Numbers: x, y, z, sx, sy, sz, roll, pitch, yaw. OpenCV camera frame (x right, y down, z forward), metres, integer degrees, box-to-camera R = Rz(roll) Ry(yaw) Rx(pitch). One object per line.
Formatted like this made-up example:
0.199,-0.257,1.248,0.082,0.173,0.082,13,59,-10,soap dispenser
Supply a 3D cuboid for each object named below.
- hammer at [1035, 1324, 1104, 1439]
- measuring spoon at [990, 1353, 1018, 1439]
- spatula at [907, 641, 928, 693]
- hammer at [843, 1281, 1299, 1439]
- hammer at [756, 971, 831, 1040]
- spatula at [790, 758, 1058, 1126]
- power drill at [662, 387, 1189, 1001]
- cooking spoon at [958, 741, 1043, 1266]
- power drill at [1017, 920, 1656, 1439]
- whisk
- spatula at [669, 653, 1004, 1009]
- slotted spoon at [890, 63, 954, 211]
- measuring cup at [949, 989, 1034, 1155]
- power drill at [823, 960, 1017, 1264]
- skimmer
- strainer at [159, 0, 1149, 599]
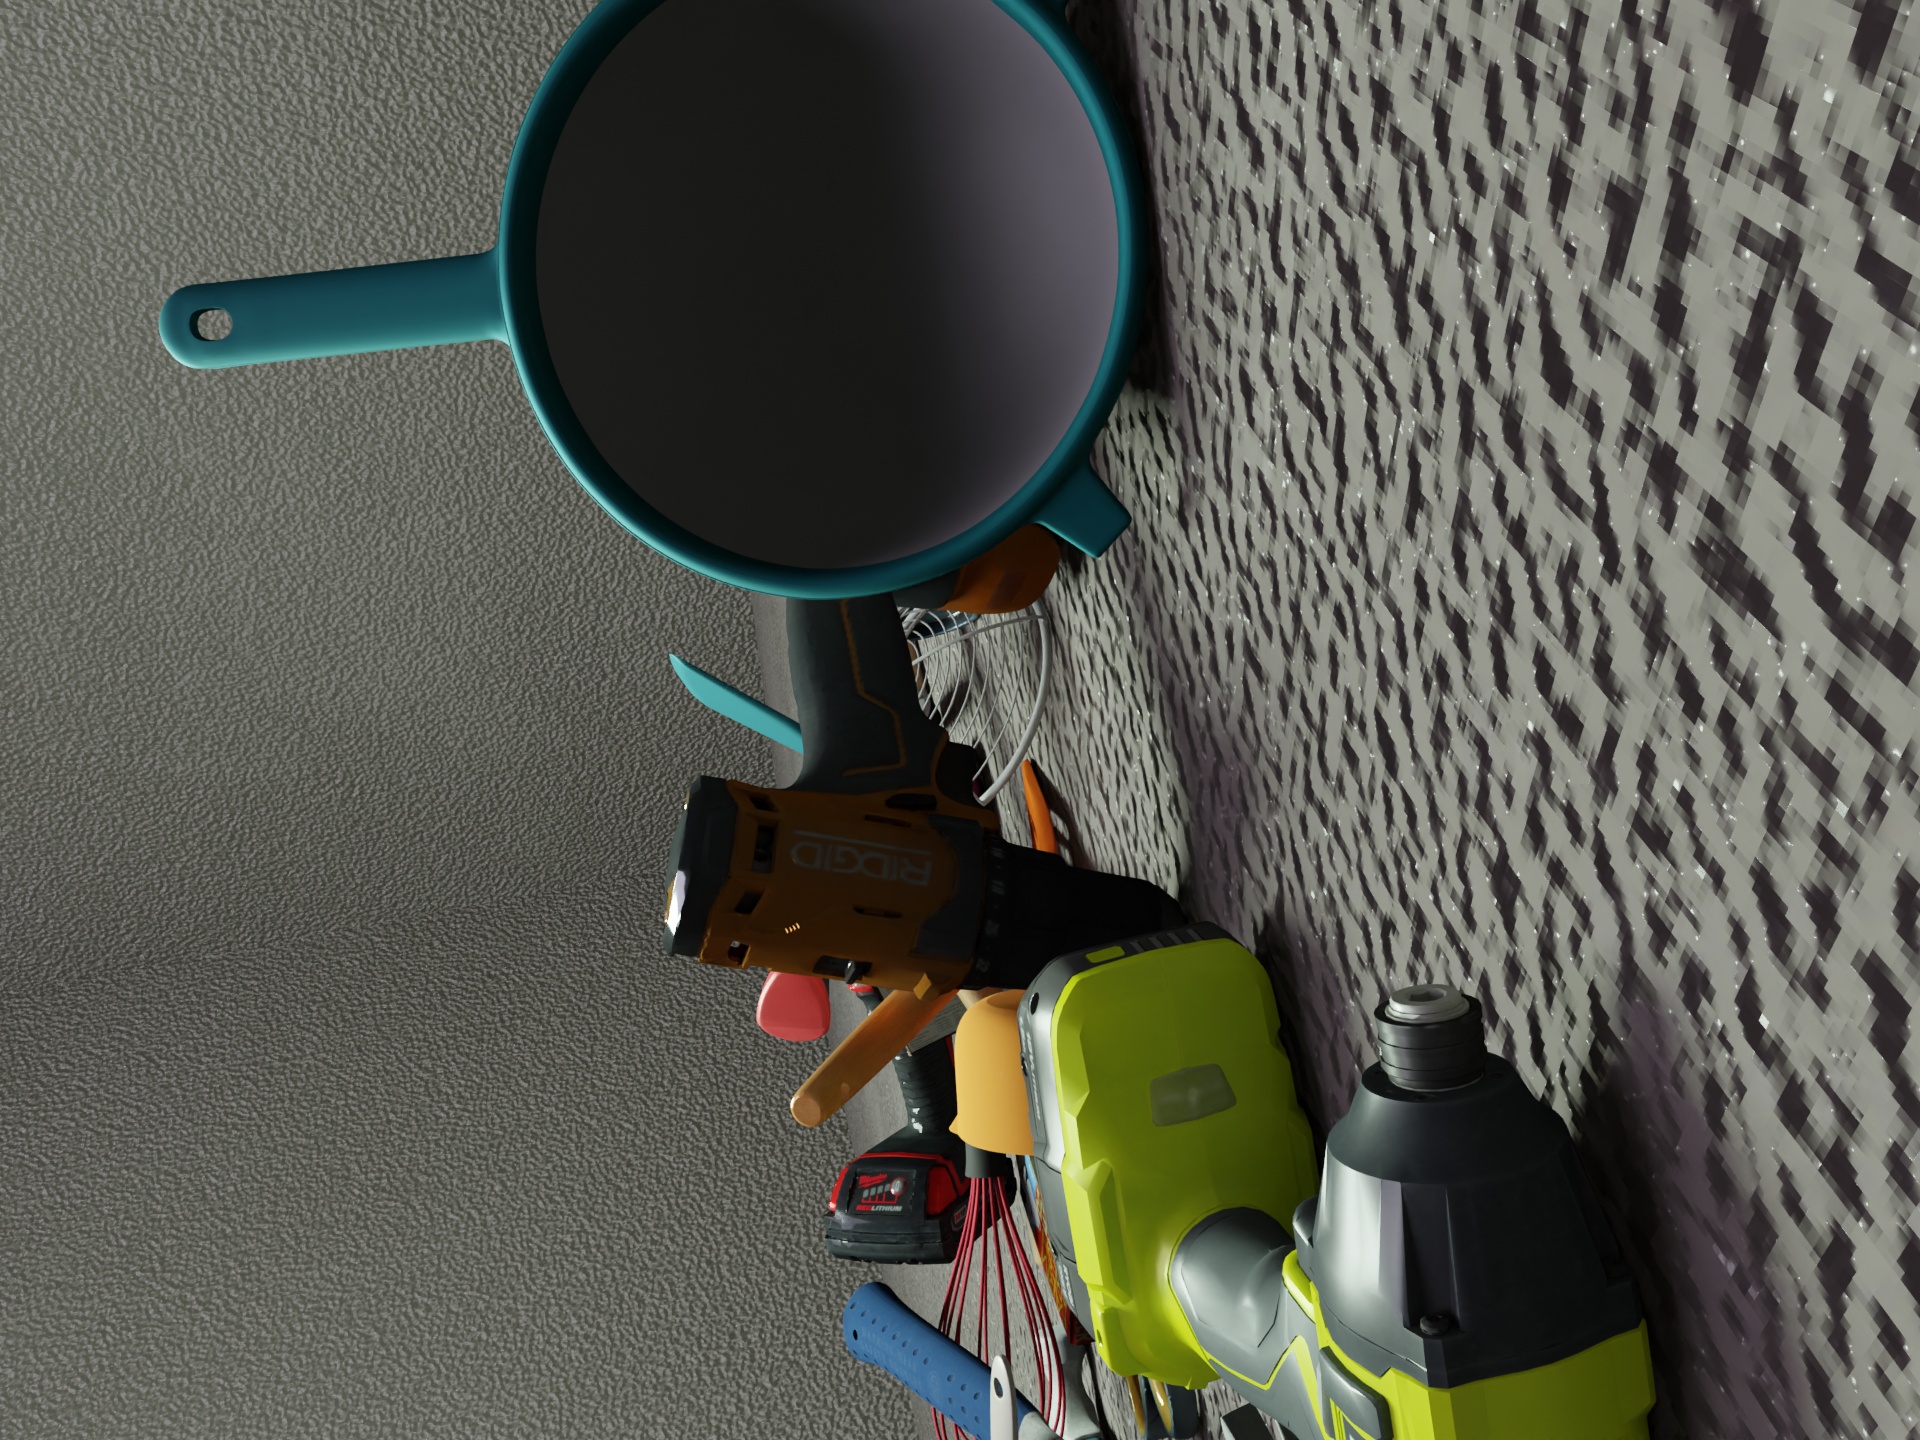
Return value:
0.089,0.395,0.770,0.331,0.033,0.128,135,125,-78,hammer
0.012,0.322,0.670,0.034,0.018,0.124,30,123,59,measuring spoon
-0.018,0.031,1.060,0.059,0.018,0.316,76,178,-64,spatula
0.037,0.305,0.677,0.405,0.035,0.144,-9,89,64,hammer
-0.066,0.003,0.908,0.143,0.038,0.387,90,-175,-56,hammer
0.000,0.090,0.654,0.322,0.041,0.081,-31,-65,-66,spatula
-0.005,-0.005,0.597,0.084,0.185,0.226,118,160,-58,power drill
0.026,0.169,0.945,0.069,0.017,0.319,-121,22,-86,cooking spoon
0.086,0.131,0.402,0.223,0.080,0.171,-164,64,-75,power drill
0.015,0.262,0.849,0.073,0.073,0.296,136,131,-79,whisk
-0.026,0.092,0.728,0.317,0.044,0.082,55,171,10,spatula
-0.030,-0.135,0.662,0.031,0.070,0.313,37,132,22,slotted spoon
0.047,0.129,0.654,0.173,0.095,0.052,-16,-79,-81,measuring cup
-0.036,0.191,0.921,0.143,0.078,0.219,-10,-87,-65,power drill
-0.001,-0.003,0.865,0.363,0.090,0.127,64,-137,-85,skimmer
-0.102,-0.147,0.553,0.095,0.340,0.211,-40,-53,-75,strainer
